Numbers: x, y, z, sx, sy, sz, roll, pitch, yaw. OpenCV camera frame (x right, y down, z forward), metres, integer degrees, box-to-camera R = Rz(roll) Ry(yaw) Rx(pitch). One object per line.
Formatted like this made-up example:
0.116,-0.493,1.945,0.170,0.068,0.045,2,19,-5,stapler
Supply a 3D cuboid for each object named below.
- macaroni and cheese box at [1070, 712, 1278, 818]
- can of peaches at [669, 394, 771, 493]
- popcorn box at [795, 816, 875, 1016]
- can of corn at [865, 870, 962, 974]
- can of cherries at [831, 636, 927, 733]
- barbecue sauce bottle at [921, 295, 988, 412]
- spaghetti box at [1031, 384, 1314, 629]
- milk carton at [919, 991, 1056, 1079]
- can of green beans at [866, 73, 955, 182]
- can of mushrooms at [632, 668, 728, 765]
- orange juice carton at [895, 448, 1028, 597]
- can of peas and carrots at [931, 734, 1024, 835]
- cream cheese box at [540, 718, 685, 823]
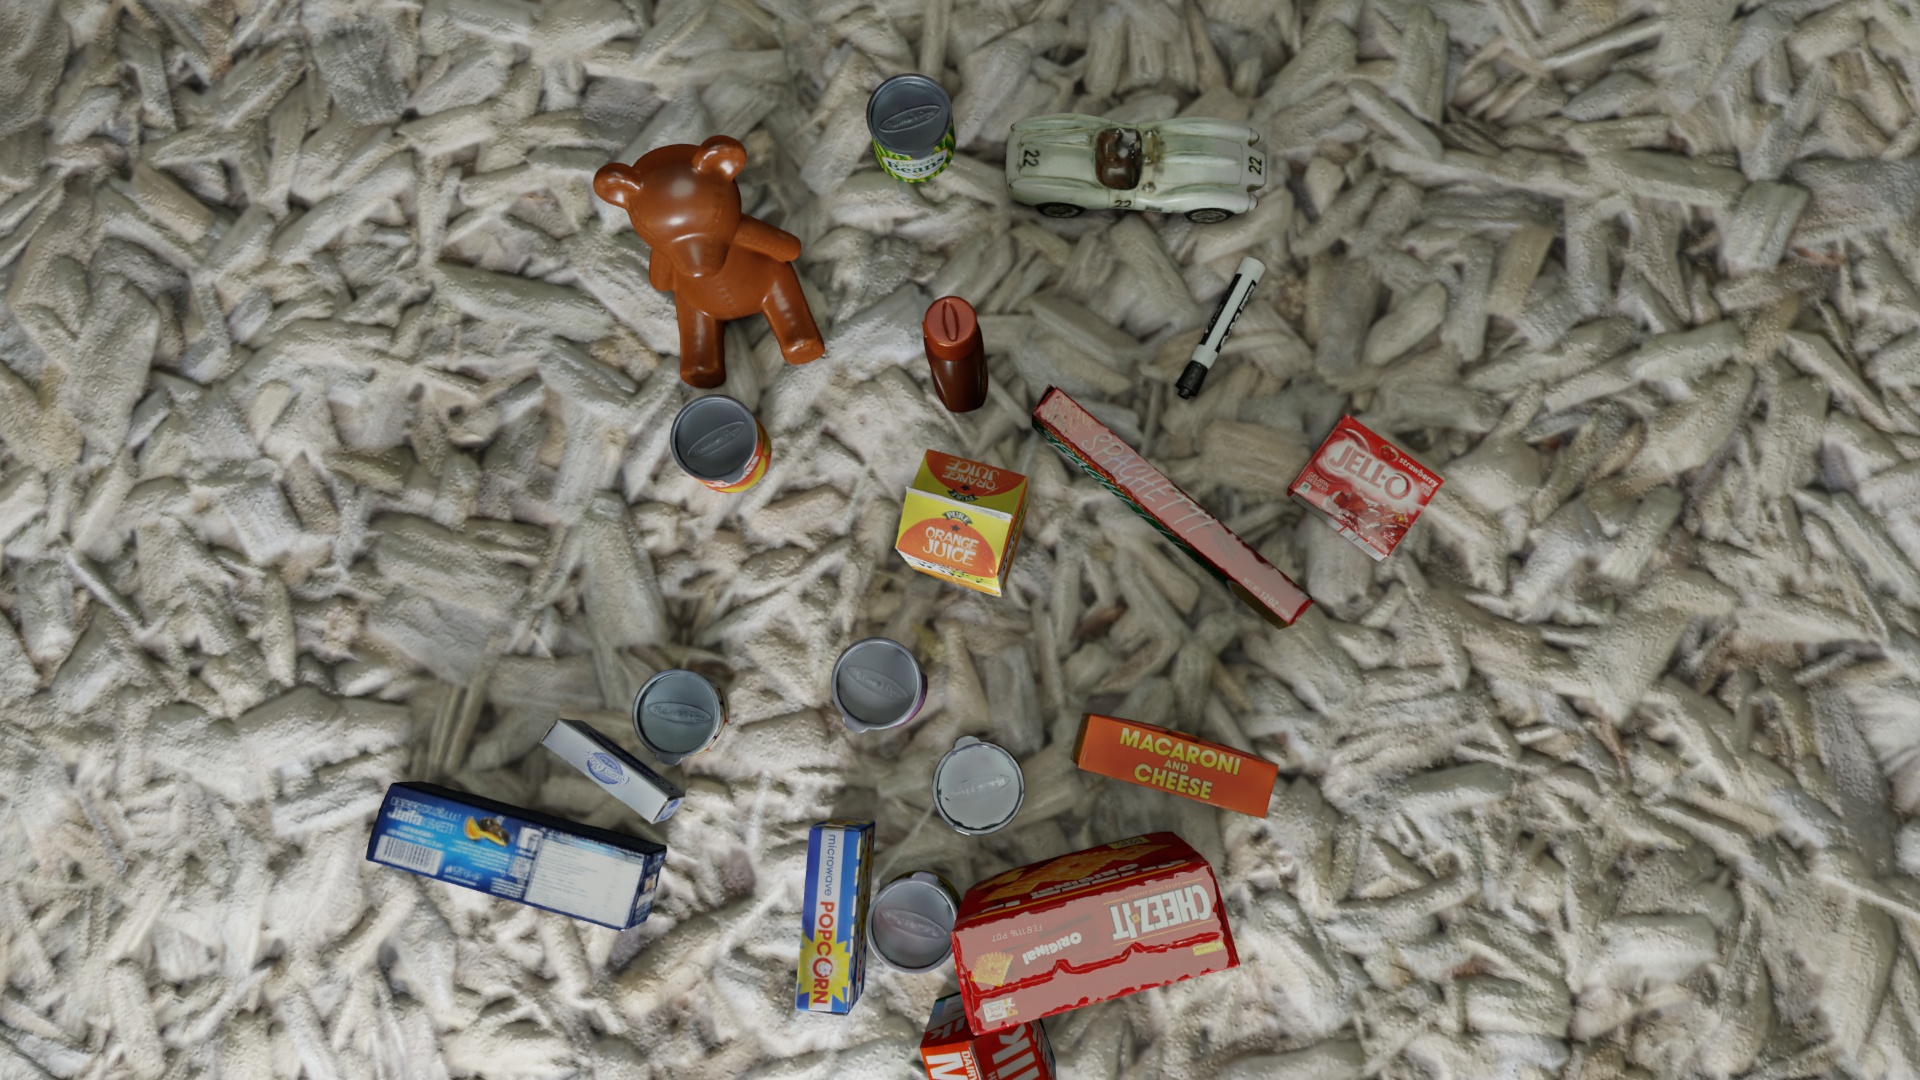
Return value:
0.140,0.151,0.952,0.124,0.166,0.040,15,83,5,macaroni and cheese box
-0.180,-0.070,1.055,0.071,0.058,0.071,0,82,3,can of peaches
-0.087,0.264,0.988,0.038,0.085,0.127,3,82,3,popcorn box
-0.031,0.270,0.997,0.071,0.058,0.071,0,82,3,can of corn
-0.060,0.108,1.023,0.071,0.058,0.071,0,82,3,can of cherries
-0.004,-0.139,1.010,0.044,0.148,0.065,-9,82,2,barbecue sauce bottle
0.154,-0.024,1.036,0.250,0.050,0.029,40,86,7,spaghetti box
0.020,0.346,0.917,0.073,0.190,0.072,-18,82,0,milk carton
-0.038,-0.321,1.084,0.071,0.057,0.071,0,82,3,can of green beans
-0.209,0.132,1.039,0.071,0.033,0.071,0,82,3,can of mushrooms
0.003,-0.012,0.969,0.072,0.192,0.073,17,83,5,orange juice carton
0.013,0.176,1.009,0.071,0.058,0.071,0,82,3,can of peas and carrots
-0.255,0.169,1.025,0.104,0.053,0.024,34,85,7,cream cheese box
